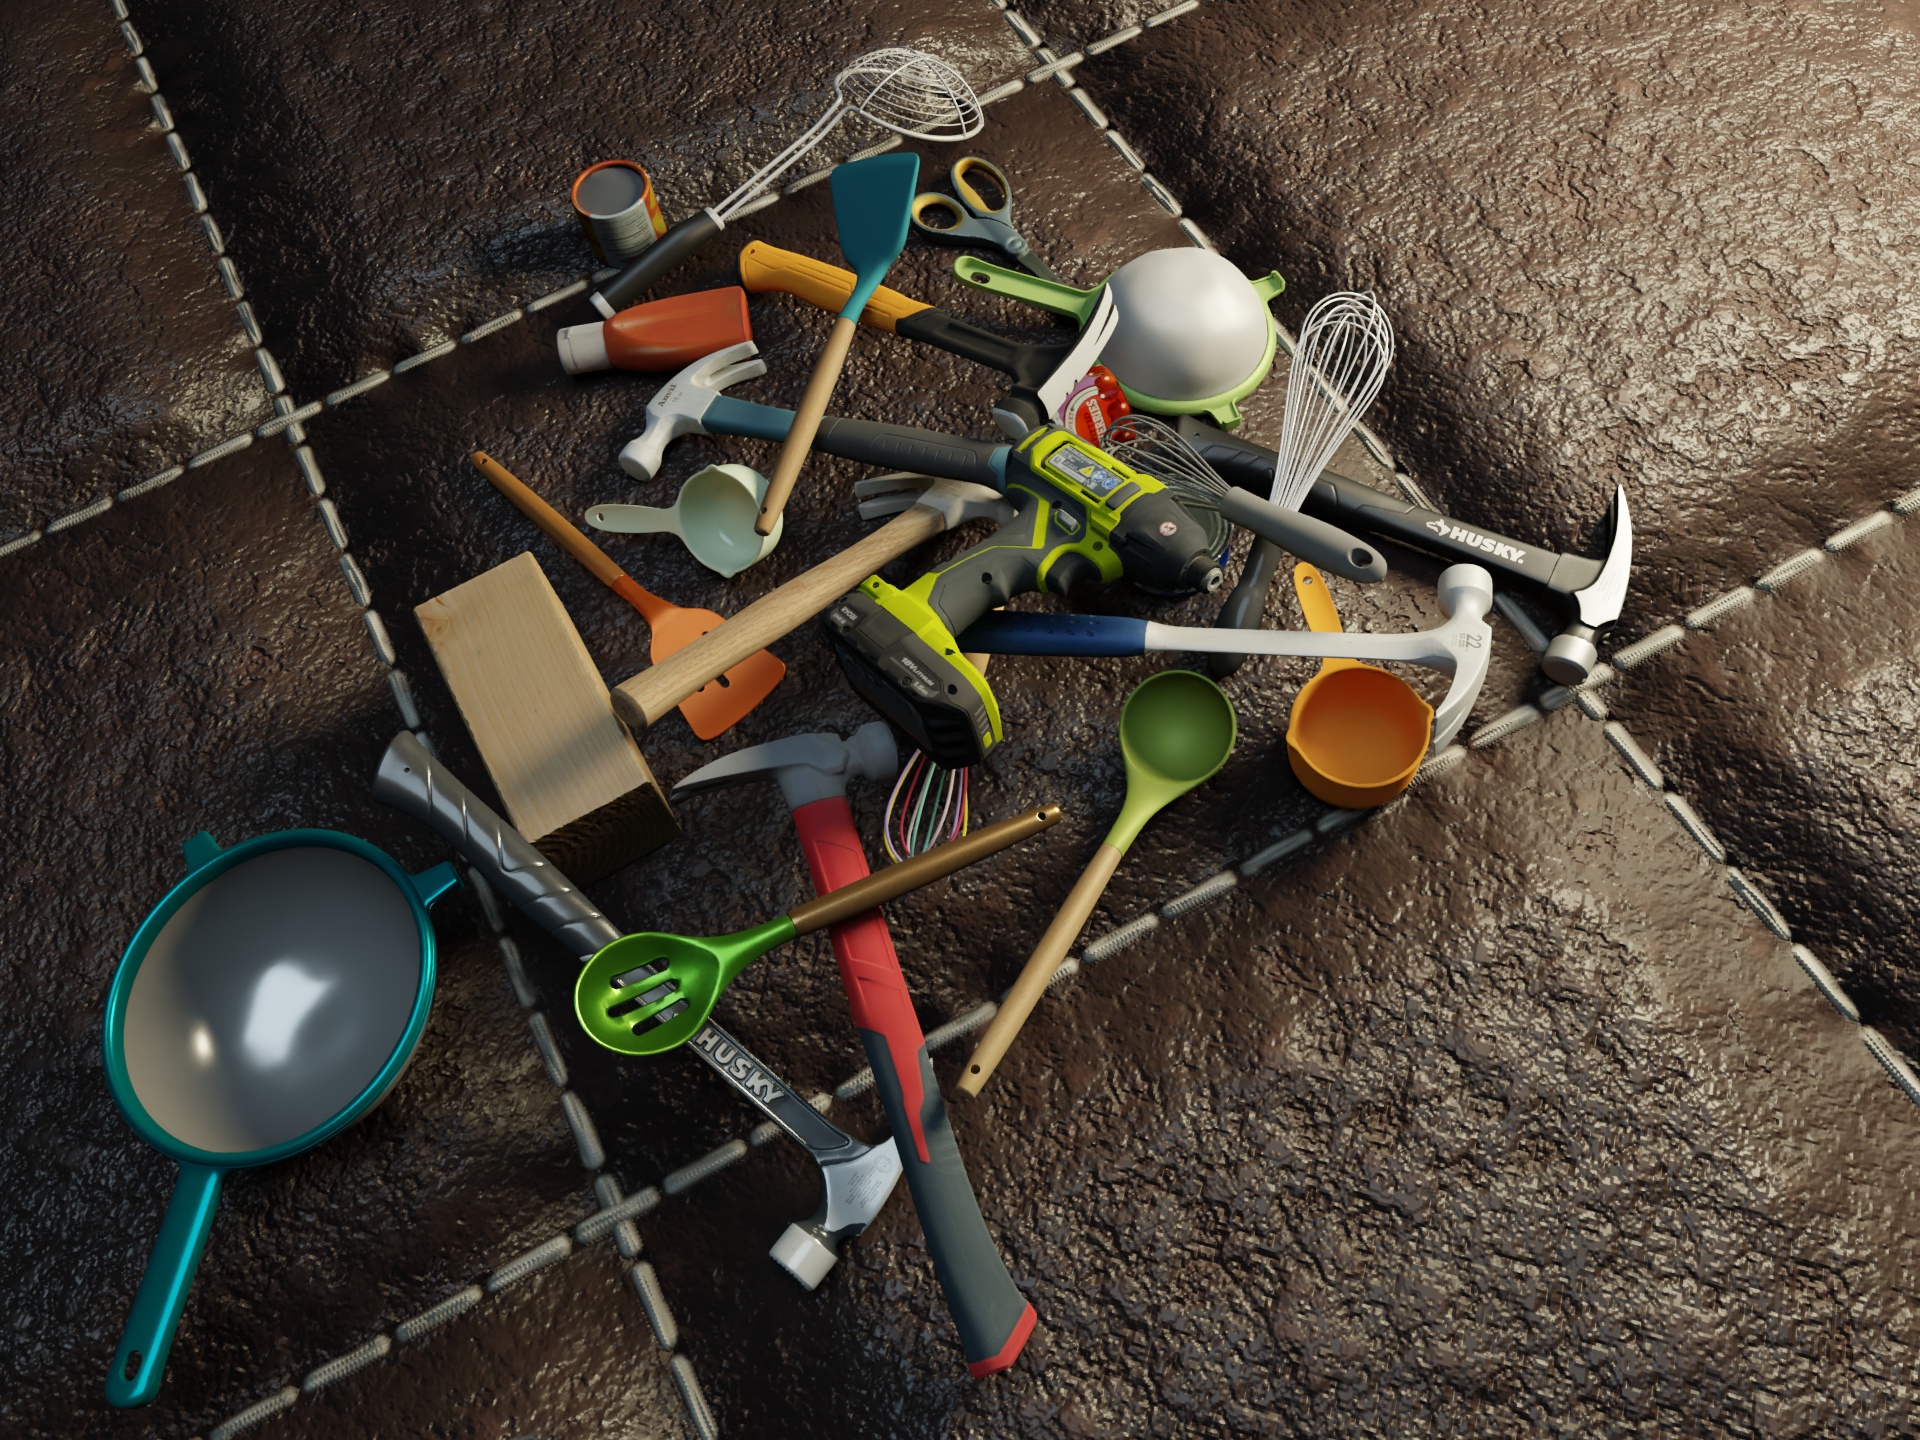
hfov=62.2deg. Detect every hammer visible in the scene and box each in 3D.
[{"bbox_3d":[-0.043,-0.313,1.202,0.337,0.034,0.127,28,74,32],"label":"hammer"},{"bbox_3d":[0.131,-0.050,1.030,0.405,0.035,0.144,3,46,16],"label":"hammer"},{"bbox_3d":[-0.090,-0.206,1.161,0.331,0.033,0.128,15,64,26],"label":"hammer"},{"bbox_3d":[-0.099,-0.090,1.074,0.130,0.031,0.331,22,46,38],"label":"hammer"},{"bbox_3d":[-0.195,0.149,0.959,0.409,0.036,0.149,41,69,3],"label":"hammer"},{"bbox_3d":[0.303,-0.149,1.122,0.335,0.035,0.146,24,69,17],"label":"hammer"},{"bbox_3d":[-0.055,0.190,0.935,0.143,0.038,0.387,-13,71,-18],"label":"hammer"}]

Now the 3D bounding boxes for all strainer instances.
[{"bbox_3d":[0.116,-0.324,1.199,0.256,0.069,0.151,18,67,7],"label":"strainer"},{"bbox_3d":[-0.424,0.239,0.971,0.211,0.095,0.341,5,66,12],"label":"strainer"}]

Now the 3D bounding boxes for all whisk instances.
[{"bbox_3d":[0.184,-0.147,1.064,0.239,0.055,0.055,33,71,33],"label":"whisk"},{"bbox_3d":[0.228,-0.163,1.090,0.070,0.070,0.284,20,87,15],"label":"whisk"},{"bbox_3d":[0.000,-0.003,1.077,0.047,0.051,0.245,4,58,21],"label":"whisk"}]

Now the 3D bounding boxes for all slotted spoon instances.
[{"bbox_3d":[-0.075,0.112,0.929,0.313,0.031,0.070,-22,74,-21],"label":"slotted spoon"}]

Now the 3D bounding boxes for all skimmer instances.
[{"bbox_3d":[-0.144,-0.434,1.318,0.363,0.090,0.127,-39,60,-2],"label":"skimmer"}]

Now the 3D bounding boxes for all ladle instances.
[{"bbox_3d":[0.081,0.094,0.981,0.078,0.062,0.320,22,57,22],"label":"ladle"}]

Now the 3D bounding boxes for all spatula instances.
[{"bbox_3d":[-0.262,-0.108,1.170,0.081,0.041,0.323,-43,63,-15],"label":"spatula"},{"bbox_3d":[-0.099,-0.275,1.155,0.082,0.044,0.318,3,64,32],"label":"spatula"}]

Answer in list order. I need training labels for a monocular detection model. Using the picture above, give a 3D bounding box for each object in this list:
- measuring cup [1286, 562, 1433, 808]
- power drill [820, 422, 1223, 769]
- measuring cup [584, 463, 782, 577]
[{"bbox_3d":[0.249,-0.022,1.055,0.095,0.052,0.174,-12,61,0],"label":"measuring cup"},{"bbox_3d":[0.040,-0.080,1.000,0.223,0.080,0.171,-40,54,-15],"label":"power drill"},{"bbox_3d":[-0.203,-0.152,1.173,0.168,0.083,0.038,6,23,29],"label":"measuring cup"}]
